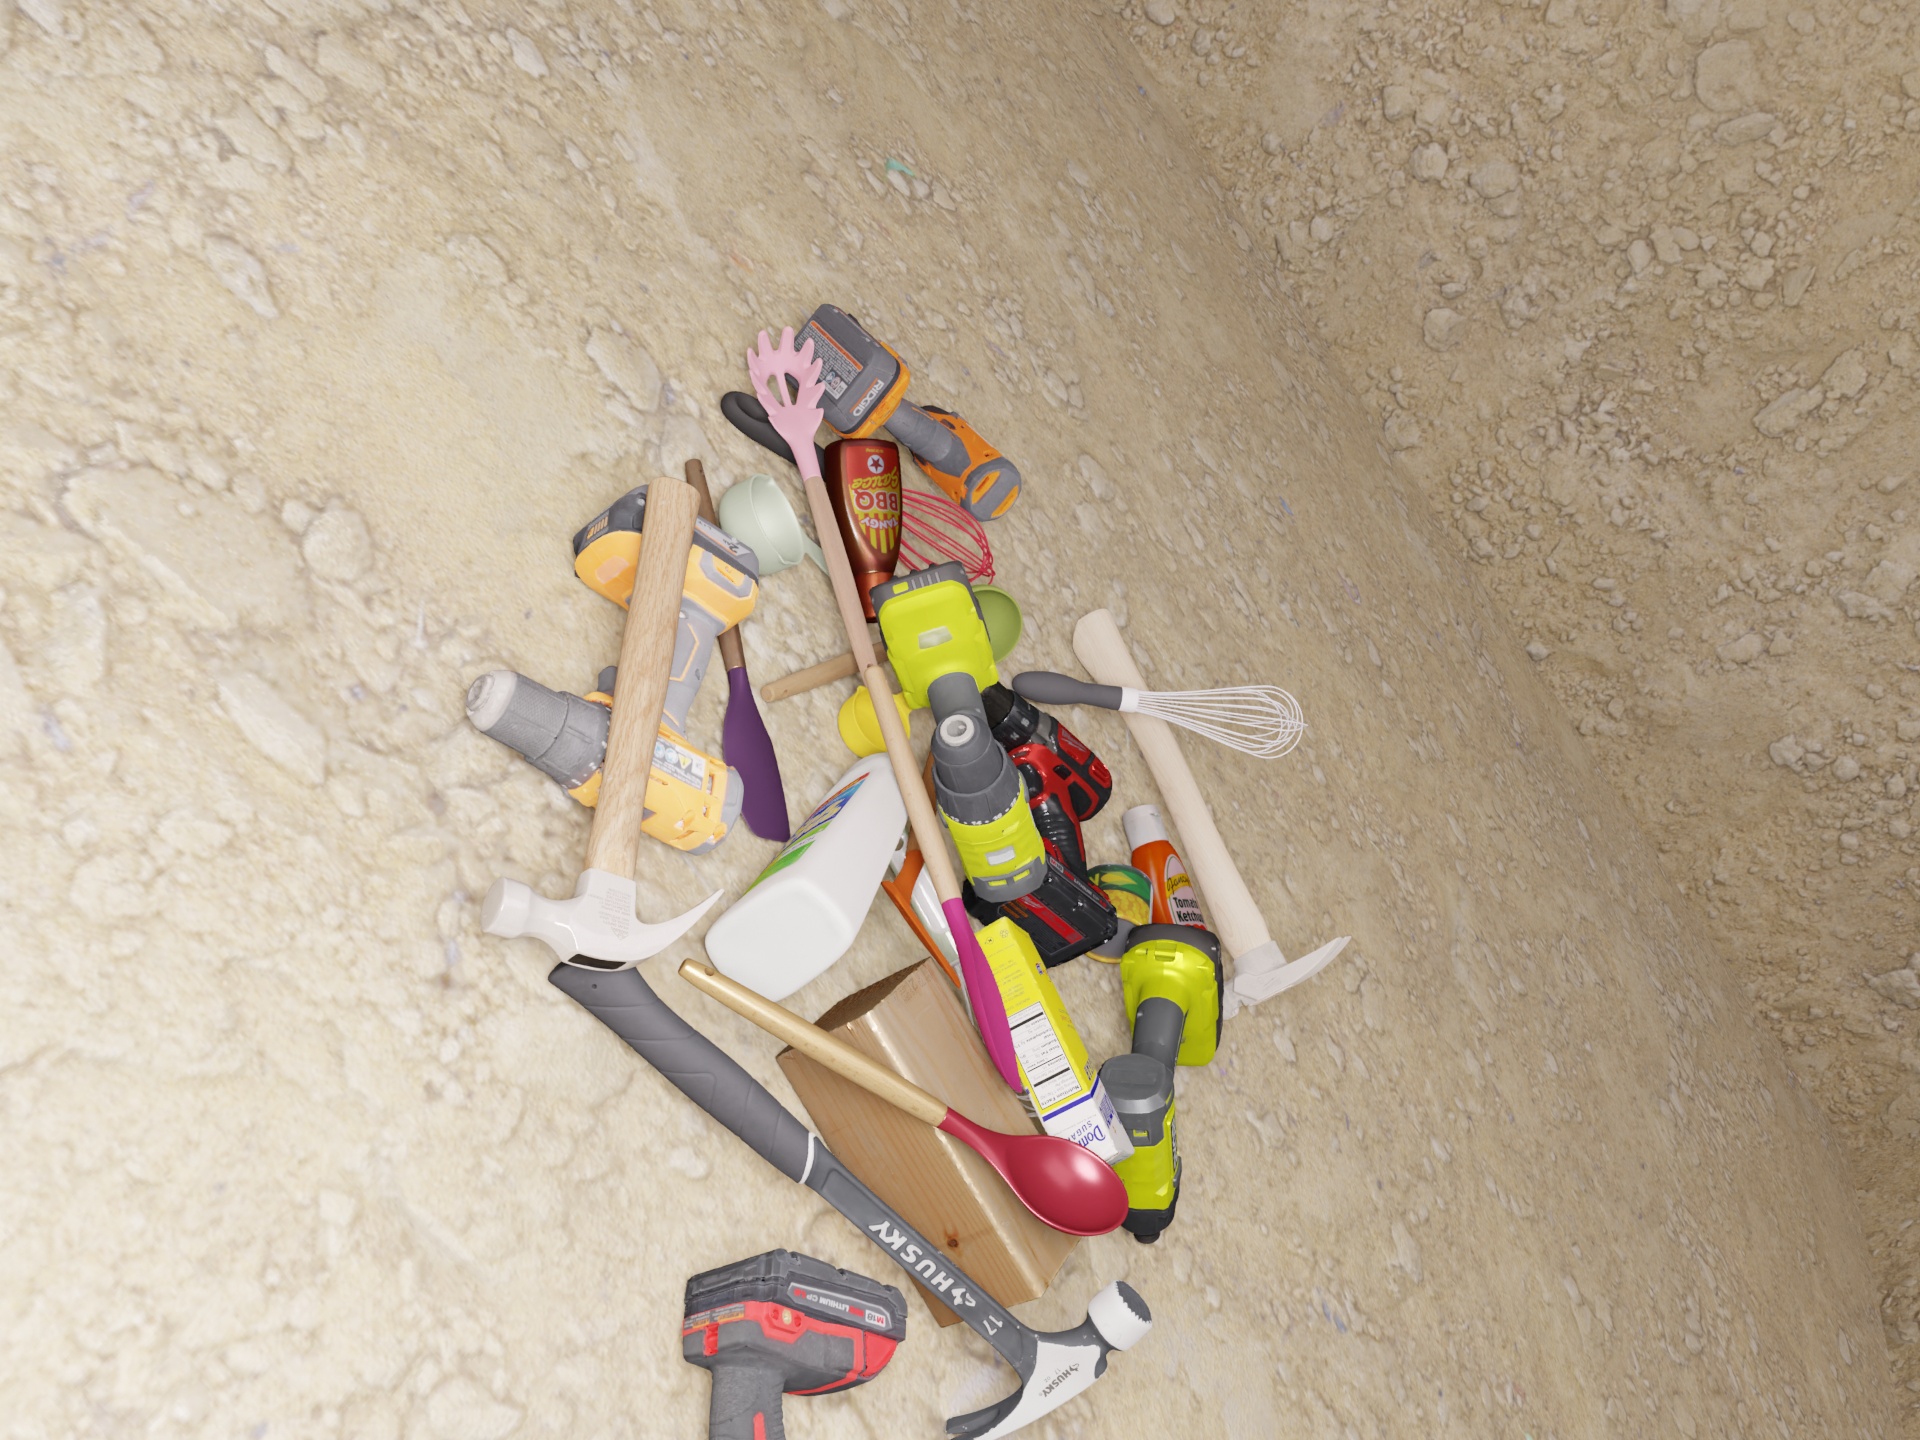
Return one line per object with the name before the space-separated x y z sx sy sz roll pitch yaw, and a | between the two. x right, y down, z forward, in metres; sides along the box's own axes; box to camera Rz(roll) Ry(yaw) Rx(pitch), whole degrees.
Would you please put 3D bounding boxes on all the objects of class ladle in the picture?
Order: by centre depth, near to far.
ladle | -0.033 0.225 0.953 0.315 0.031 0.069 33 32 -13
ladle | -0.049 -0.054 1.299 0.062 0.078 0.320 23 25 25

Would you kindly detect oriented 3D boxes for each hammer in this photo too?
hammer | -0.080 0.274 0.940 0.409 0.149 0.036 43 10 -9
hammer | -0.191 -0.008 0.955 0.130 0.031 0.332 24 54 -31
hammer | 0.218 0.068 1.515 0.038 0.146 0.411 6 55 -55

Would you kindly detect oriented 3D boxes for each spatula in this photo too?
spatula | -0.170 -0.059 1.163 0.059 0.018 0.316 21 49 -53
spatula | -0.023 0.086 1.171 0.081 0.041 0.323 57 17 -19

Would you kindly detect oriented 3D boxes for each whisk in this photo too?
whisk | 0.004 0.185 1.184 0.246 0.058 0.059 60 -4 9
whisk | -0.083 -0.196 1.371 0.295 0.073 0.073 31 41 -28
whisk | 0.187 -0.015 1.482 0.284 0.070 0.070 8 49 -8

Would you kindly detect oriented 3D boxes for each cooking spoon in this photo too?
cooking spoon | -0.014 0.100 1.077 0.068 0.017 0.319 51 17 -64

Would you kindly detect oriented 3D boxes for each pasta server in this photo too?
pasta server | -0.110 -0.172 1.268 0.060 0.040 0.316 -12 70 -14

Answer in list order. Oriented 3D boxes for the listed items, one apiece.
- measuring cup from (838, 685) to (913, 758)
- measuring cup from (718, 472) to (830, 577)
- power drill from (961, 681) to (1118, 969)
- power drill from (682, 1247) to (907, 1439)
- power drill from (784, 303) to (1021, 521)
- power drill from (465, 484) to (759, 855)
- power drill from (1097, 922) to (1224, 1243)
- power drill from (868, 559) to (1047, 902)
measuring cup | -0.046 -0.014 1.279 0.062 0.029 0.156 55 36 -2
measuring cup | -0.138 -0.134 1.267 0.167 0.038 0.083 40 33 -58
power drill | 0.054 0.071 1.322 0.187 0.080 0.227 41 33 -29
power drill | -0.090 0.406 0.836 0.143 0.078 0.220 34 42 -35
power drill | -0.057 -0.276 1.425 0.226 0.084 0.164 29 15 -48
power drill | -0.219 -0.043 1.028 0.185 0.084 0.226 31 45 -36
power drill | 0.154 0.282 1.252 0.223 0.080 0.171 -64 152 -53
power drill | -0.002 -0.004 1.153 0.190 0.080 0.229 70 3 -53
